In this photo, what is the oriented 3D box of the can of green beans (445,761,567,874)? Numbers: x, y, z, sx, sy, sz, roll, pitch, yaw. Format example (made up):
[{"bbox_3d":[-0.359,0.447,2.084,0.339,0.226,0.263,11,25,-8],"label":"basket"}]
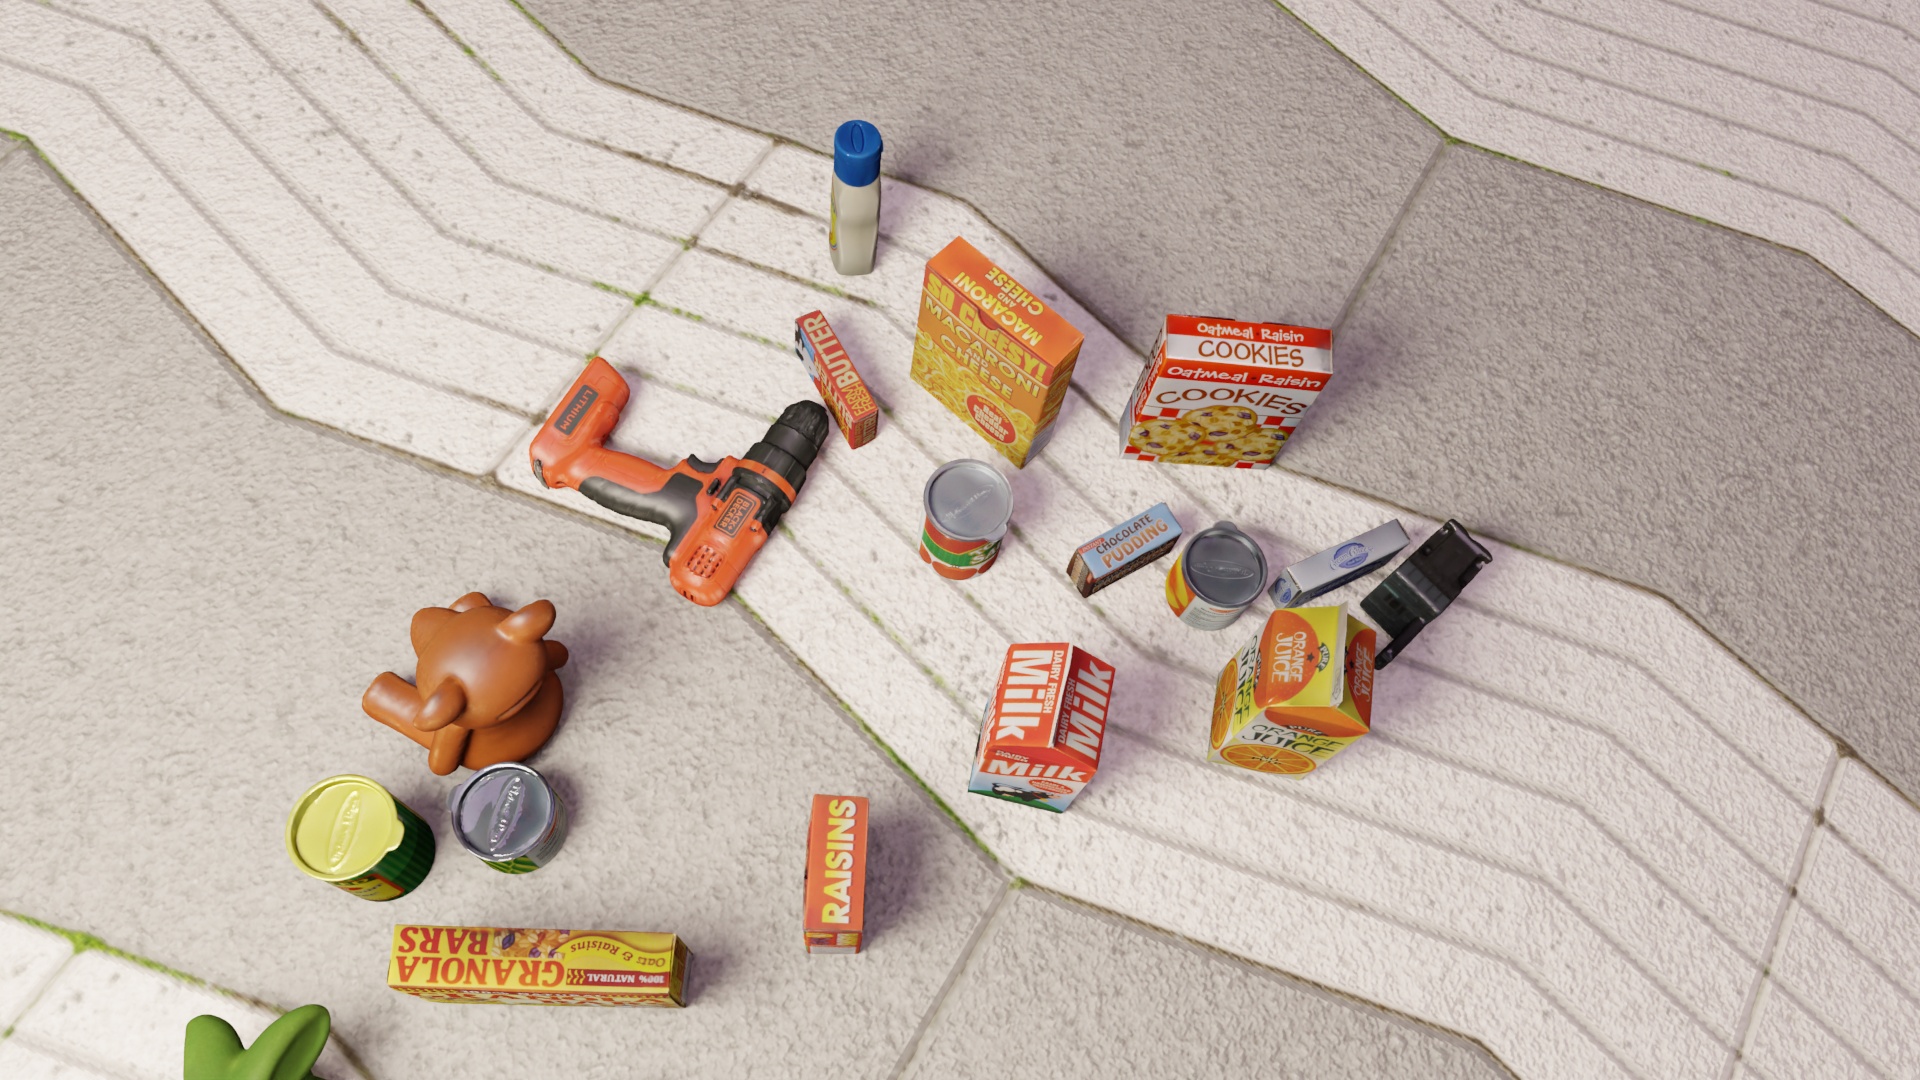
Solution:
[{"bbox_3d":[-0.304,0.189,0.942,0.071,0.057,0.071,2,67,-5],"label":"can of green beans"}]

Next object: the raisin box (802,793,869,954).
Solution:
[{"bbox_3d":[-0.082,0.222,0.915,0.040,0.123,0.086,4,67,-4],"label":"raisin box"}]

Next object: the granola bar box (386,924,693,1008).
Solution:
[{"bbox_3d":[-0.258,0.271,0.876,0.166,0.123,0.039,3,67,-5],"label":"granola bar box"}]

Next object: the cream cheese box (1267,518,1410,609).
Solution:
[{"bbox_3d":[0.293,0.020,1.078,0.104,0.053,0.024,-23,72,-15],"label":"cream cheese box"}]

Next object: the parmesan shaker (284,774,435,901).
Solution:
[{"bbox_3d":[-0.385,0.197,0.905,0.071,0.102,0.071,2,67,-5],"label":"parmesan shaker"}]

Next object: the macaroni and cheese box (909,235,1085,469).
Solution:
[{"bbox_3d":[0.023,-0.138,1.056,0.124,0.165,0.040,41,69,11],"label":"macaroni and cheese box"}]

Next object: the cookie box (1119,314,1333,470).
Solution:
[{"bbox_3d":[0.198,-0.110,1.062,0.123,0.166,0.040,4,67,-4],"label":"cookie box"}]

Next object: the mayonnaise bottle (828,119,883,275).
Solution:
[{"bbox_3d":[-0.084,-0.276,1.113,0.041,0.147,0.065,-3,68,-7],"label":"mayonnaise bottle"}]

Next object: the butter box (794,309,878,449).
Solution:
[{"bbox_3d":[-0.098,-0.127,1.100,0.024,0.053,0.104,-26,72,-15],"label":"butter box"}]

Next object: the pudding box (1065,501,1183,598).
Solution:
[{"bbox_3d":[0.126,0.007,1.069,0.084,0.049,0.030,-27,73,-16],"label":"pudding box"}]

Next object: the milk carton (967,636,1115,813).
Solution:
[{"bbox_3d":[0.055,0.125,0.934,0.073,0.189,0.072,13,67,0],"label":"milk carton"}]

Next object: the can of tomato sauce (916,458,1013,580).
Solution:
[{"bbox_3d":[0.004,-0.013,1.046,0.071,0.082,0.071,2,67,-5],"label":"can of tomato sauce"}]

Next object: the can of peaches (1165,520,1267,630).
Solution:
[{"bbox_3d":[0.195,0.028,1.062,0.071,0.057,0.071,2,67,-5],"label":"can of peaches"}]

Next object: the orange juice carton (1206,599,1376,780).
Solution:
[{"bbox_3d":[0.233,0.105,0.961,0.073,0.192,0.072,13,67,-1],"label":"orange juice carton"}]
